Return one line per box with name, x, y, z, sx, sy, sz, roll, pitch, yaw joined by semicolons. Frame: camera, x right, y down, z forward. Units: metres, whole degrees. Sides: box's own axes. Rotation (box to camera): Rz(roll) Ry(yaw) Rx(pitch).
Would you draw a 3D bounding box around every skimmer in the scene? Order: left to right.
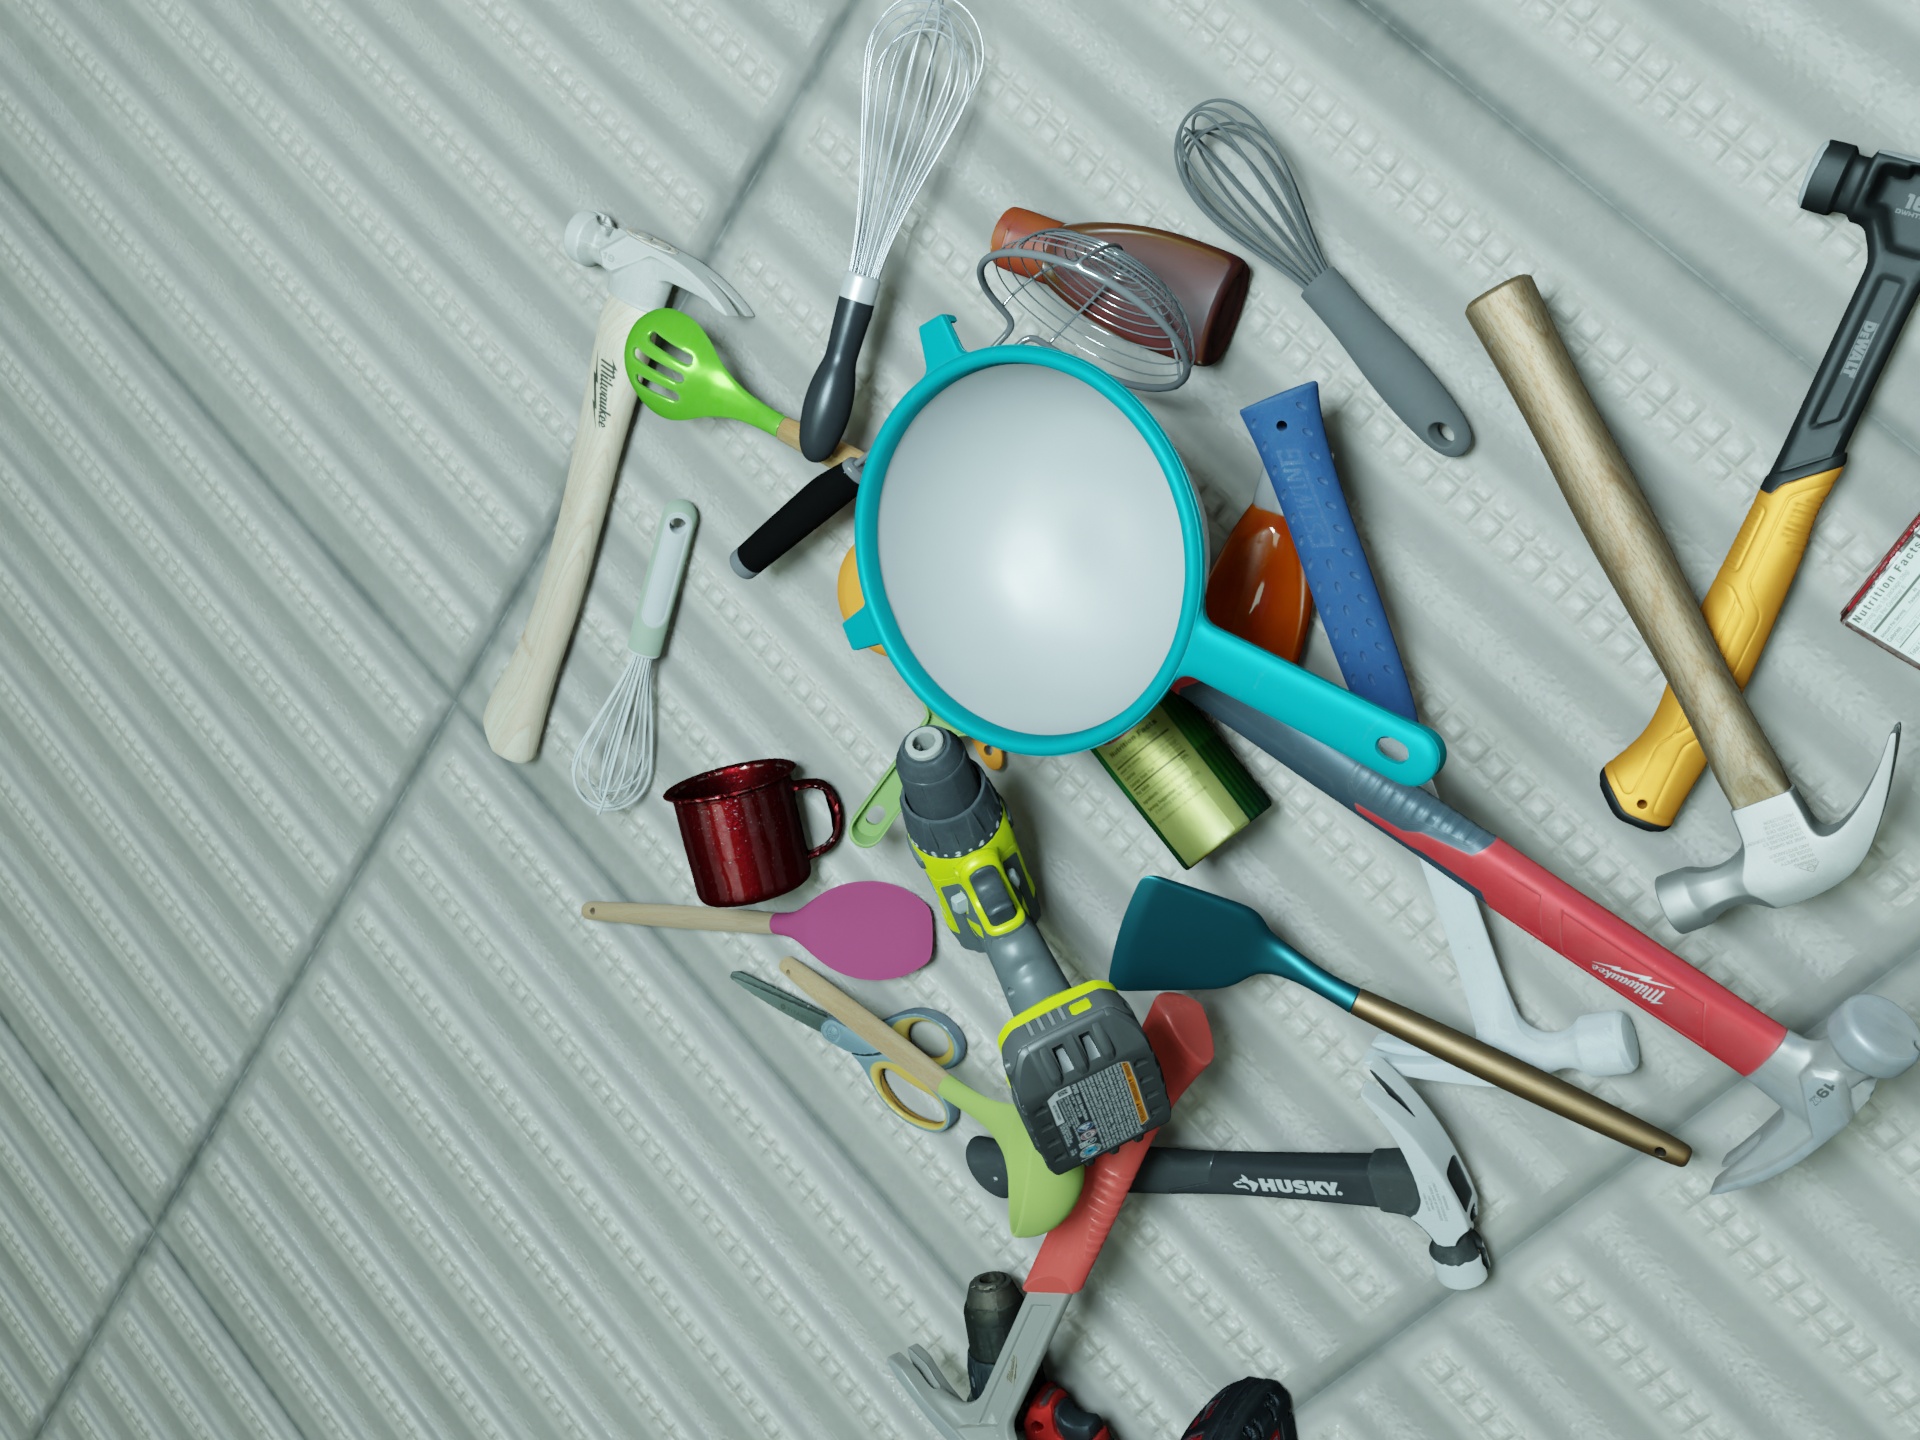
skimmer;-0.023;-0.158;0.927;0.363;0.127;0.090;-32;39;36

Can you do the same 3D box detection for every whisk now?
whisk;-0.230;-0.043;1.145;0.057;0.059;0.246;14;108;-14
whisk;-0.052;-0.292;0.956;0.070;0.070;0.284;24;107;24
whisk;0.195;-0.236;0.852;0.055;0.055;0.239;-41;84;31

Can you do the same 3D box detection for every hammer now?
hammer;-0.268;-0.143;1.149;0.146;0.038;0.410;31;116;19
hammer;0.064;0.321;0.996;0.149;0.036;0.359;35;114;35
hammer;0.146;0.277;0.990;0.335;0.035;0.146;-8;114;35
hammer;0.234;0.017;0.864;0.144;0.035;0.405;-16;100;33
hammer;0.268;0.087;0.820;0.386;0.038;0.143;36;138;17
hammer;0.339;-0.066;0.774;0.130;0.031;0.331;-28;85;34
hammer;0.404;-0.094;0.767;0.127;0.034;0.336;27;114;24

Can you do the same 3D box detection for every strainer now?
strainer;-0.002;-0.003;0.970;0.151;0.069;0.256;33;116;-8
strainer;0.103;-0.064;0.817;0.341;0.095;0.211;30;119;25

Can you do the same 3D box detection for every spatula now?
spatula;0.238;0.172;0.873;0.317;0.044;0.082;24;119;18

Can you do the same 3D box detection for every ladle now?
ladle;-0.035;0.227;1.031;0.320;0.062;0.078;26;114;45

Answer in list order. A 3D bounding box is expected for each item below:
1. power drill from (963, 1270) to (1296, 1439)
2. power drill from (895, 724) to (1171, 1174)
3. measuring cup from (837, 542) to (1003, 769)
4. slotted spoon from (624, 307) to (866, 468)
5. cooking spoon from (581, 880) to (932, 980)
power drill;0.101;0.467;1.052;0.227;0.080;0.188;-4;99;34
power drill;0.030;0.124;0.913;0.080;0.190;0.229;-25;50;-4
measuring cup;-0.020;-0.044;1.015;0.095;0.052;0.173;-24;87;32
slotted spoon;-0.092;-0.179;1.020;0.314;0.031;0.070;29;114;12
cooking spoon;-0.155;0.146;1.159;0.319;0.017;0.069;-1;89;30
